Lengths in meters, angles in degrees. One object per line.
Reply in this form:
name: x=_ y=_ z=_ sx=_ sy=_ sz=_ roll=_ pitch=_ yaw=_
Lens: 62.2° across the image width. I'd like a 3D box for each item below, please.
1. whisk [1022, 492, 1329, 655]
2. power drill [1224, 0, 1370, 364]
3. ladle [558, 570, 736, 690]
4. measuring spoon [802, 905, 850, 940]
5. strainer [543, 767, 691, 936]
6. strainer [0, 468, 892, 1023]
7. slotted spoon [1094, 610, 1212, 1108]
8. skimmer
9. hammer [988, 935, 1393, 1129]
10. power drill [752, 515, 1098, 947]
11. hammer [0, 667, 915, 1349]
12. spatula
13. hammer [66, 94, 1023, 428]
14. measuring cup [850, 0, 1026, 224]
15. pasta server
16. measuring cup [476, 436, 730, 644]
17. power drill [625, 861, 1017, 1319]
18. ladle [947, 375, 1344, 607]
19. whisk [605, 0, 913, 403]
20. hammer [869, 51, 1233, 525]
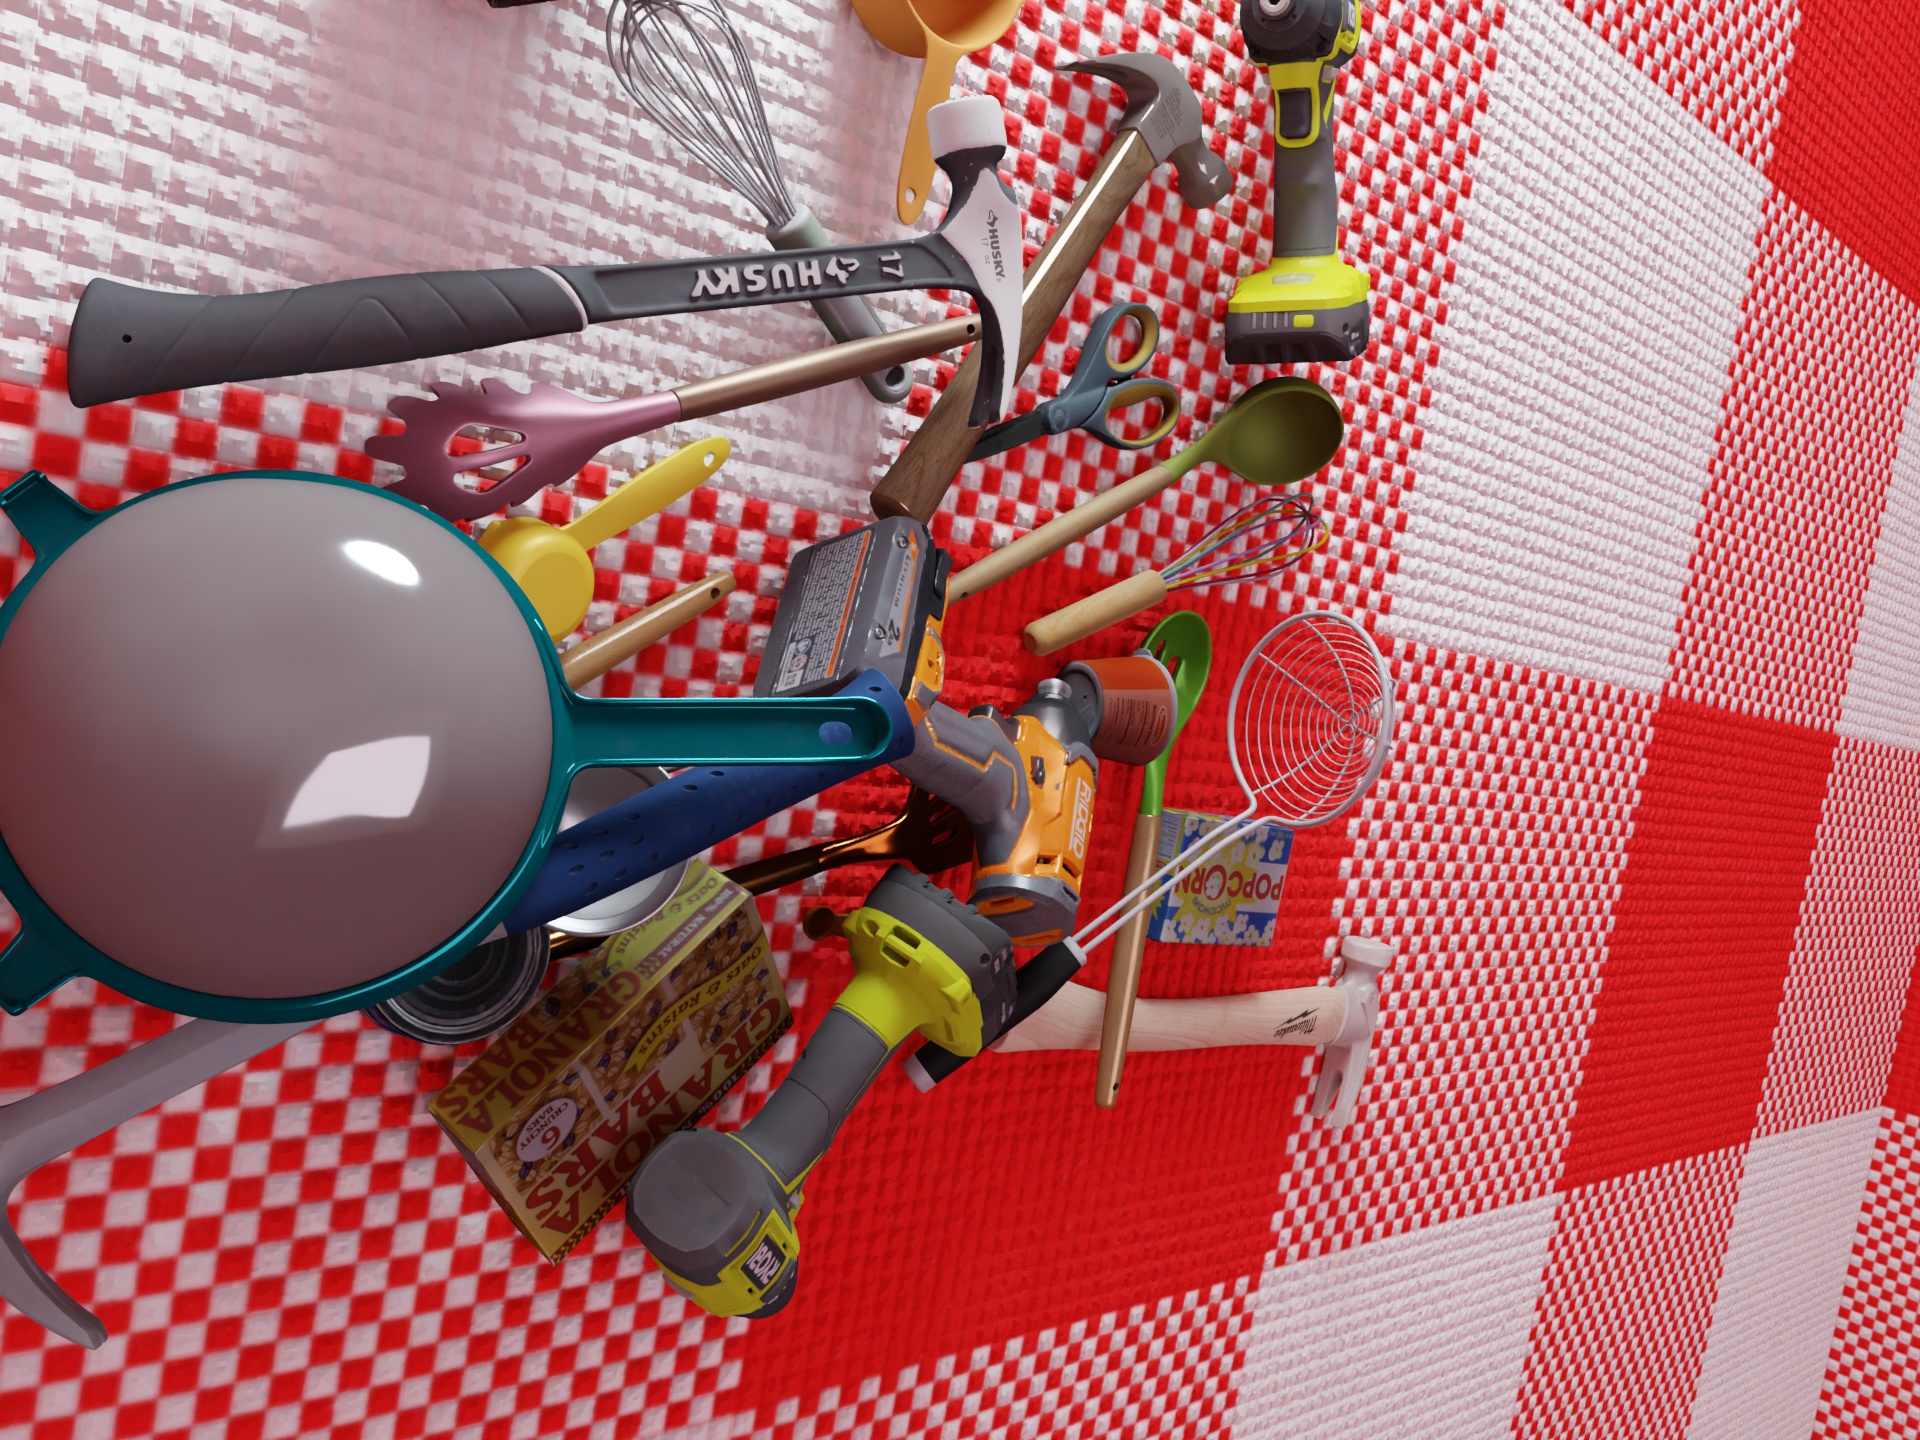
whisk: x=0.140 y=-0.090 z=0.987 sx=0.245 sy=0.051 sz=0.047 roll=-25 pitch=72 yaw=-29
power drill: x=0.199 y=-0.329 z=0.943 sx=0.171 sy=0.080 sz=0.223 roll=-42 pitch=131 yaw=-63
ladle: x=-0.220 y=0.005 z=0.698 sx=0.315 sy=0.031 sz=0.069 roll=-35 pitch=123 yaw=-34
measuring spoon: x=-0.046 y=0.116 z=0.897 sx=0.116 sy=0.011 sz=0.021 roll=12 pitch=98 yaw=-47
strainer: x=-0.213 y=0.081 z=0.659 sx=0.258 sy=0.050 sz=0.087 roll=-28 pitch=80 yaw=-28
strainer: x=-0.178 y=-0.003 z=0.580 sx=0.340 sy=0.095 sz=0.211 roll=0 pitch=77 yaw=-20
slotted spoon: x=0.113 y=0.085 z=0.998 sx=0.070 sy=0.031 sz=0.314 roll=15 pitch=81 yaw=-43
skimmer: x=0.102 y=0.079 z=0.925 sx=0.363 sy=0.127 sz=0.090 roll=-37 pitch=130 yaw=-6
hammer: x=0.164 y=0.217 z=1.097 sx=0.410 sy=0.038 sz=0.146 roll=10 pitch=94 yaw=-43
power drill: x=-0.001 y=-0.003 z=0.843 sx=0.226 sy=0.084 sz=0.164 roll=47 pitch=41 yaw=-38
hammer: x=-0.192 y=0.084 z=0.627 sx=0.405 sy=0.035 sz=0.144 roll=-27 pitch=89 yaw=-25
spatula: x=-0.103 y=0.078 z=0.828 sx=0.322 sy=0.041 sz=0.081 roll=-15 pitch=109 yaw=-36
hammer: x=-0.147 y=-0.173 z=0.664 sx=0.409 sy=0.036 sz=0.149 roll=-15 pitch=100 yaw=-27
measuring cup: x=-0.024 y=-0.331 z=0.785 sx=0.095 sy=0.052 sz=0.173 roll=7 pitch=97 yaw=-44
pasta server: x=-0.114 y=-0.152 z=0.737 sx=0.316 sy=0.040 sz=0.060 roll=-24 pitch=116 yaw=-34
measuring cup: x=-0.156 y=-0.087 z=0.726 sx=0.156 sy=0.029 sz=0.062 roll=-41 pitch=137 yaw=-30
power drill: x=-0.067 y=0.204 z=0.823 sx=0.228 sy=0.080 sz=0.190 roll=-50 pitch=157 yaw=-22
ladle: x=0.113 y=-0.131 z=0.957 sx=0.320 sy=0.062 sz=0.078 roll=-31 pitch=148 yaw=-31
whisk: x=-0.086 y=-0.243 z=0.752 sx=0.058 sy=0.059 sz=0.246 roll=-46 pitch=133 yaw=-10
hammer: x=0.044 y=-0.238 z=0.874 sx=0.129 sy=0.031 sz=0.331 roll=48 pitch=65 yaw=-38
